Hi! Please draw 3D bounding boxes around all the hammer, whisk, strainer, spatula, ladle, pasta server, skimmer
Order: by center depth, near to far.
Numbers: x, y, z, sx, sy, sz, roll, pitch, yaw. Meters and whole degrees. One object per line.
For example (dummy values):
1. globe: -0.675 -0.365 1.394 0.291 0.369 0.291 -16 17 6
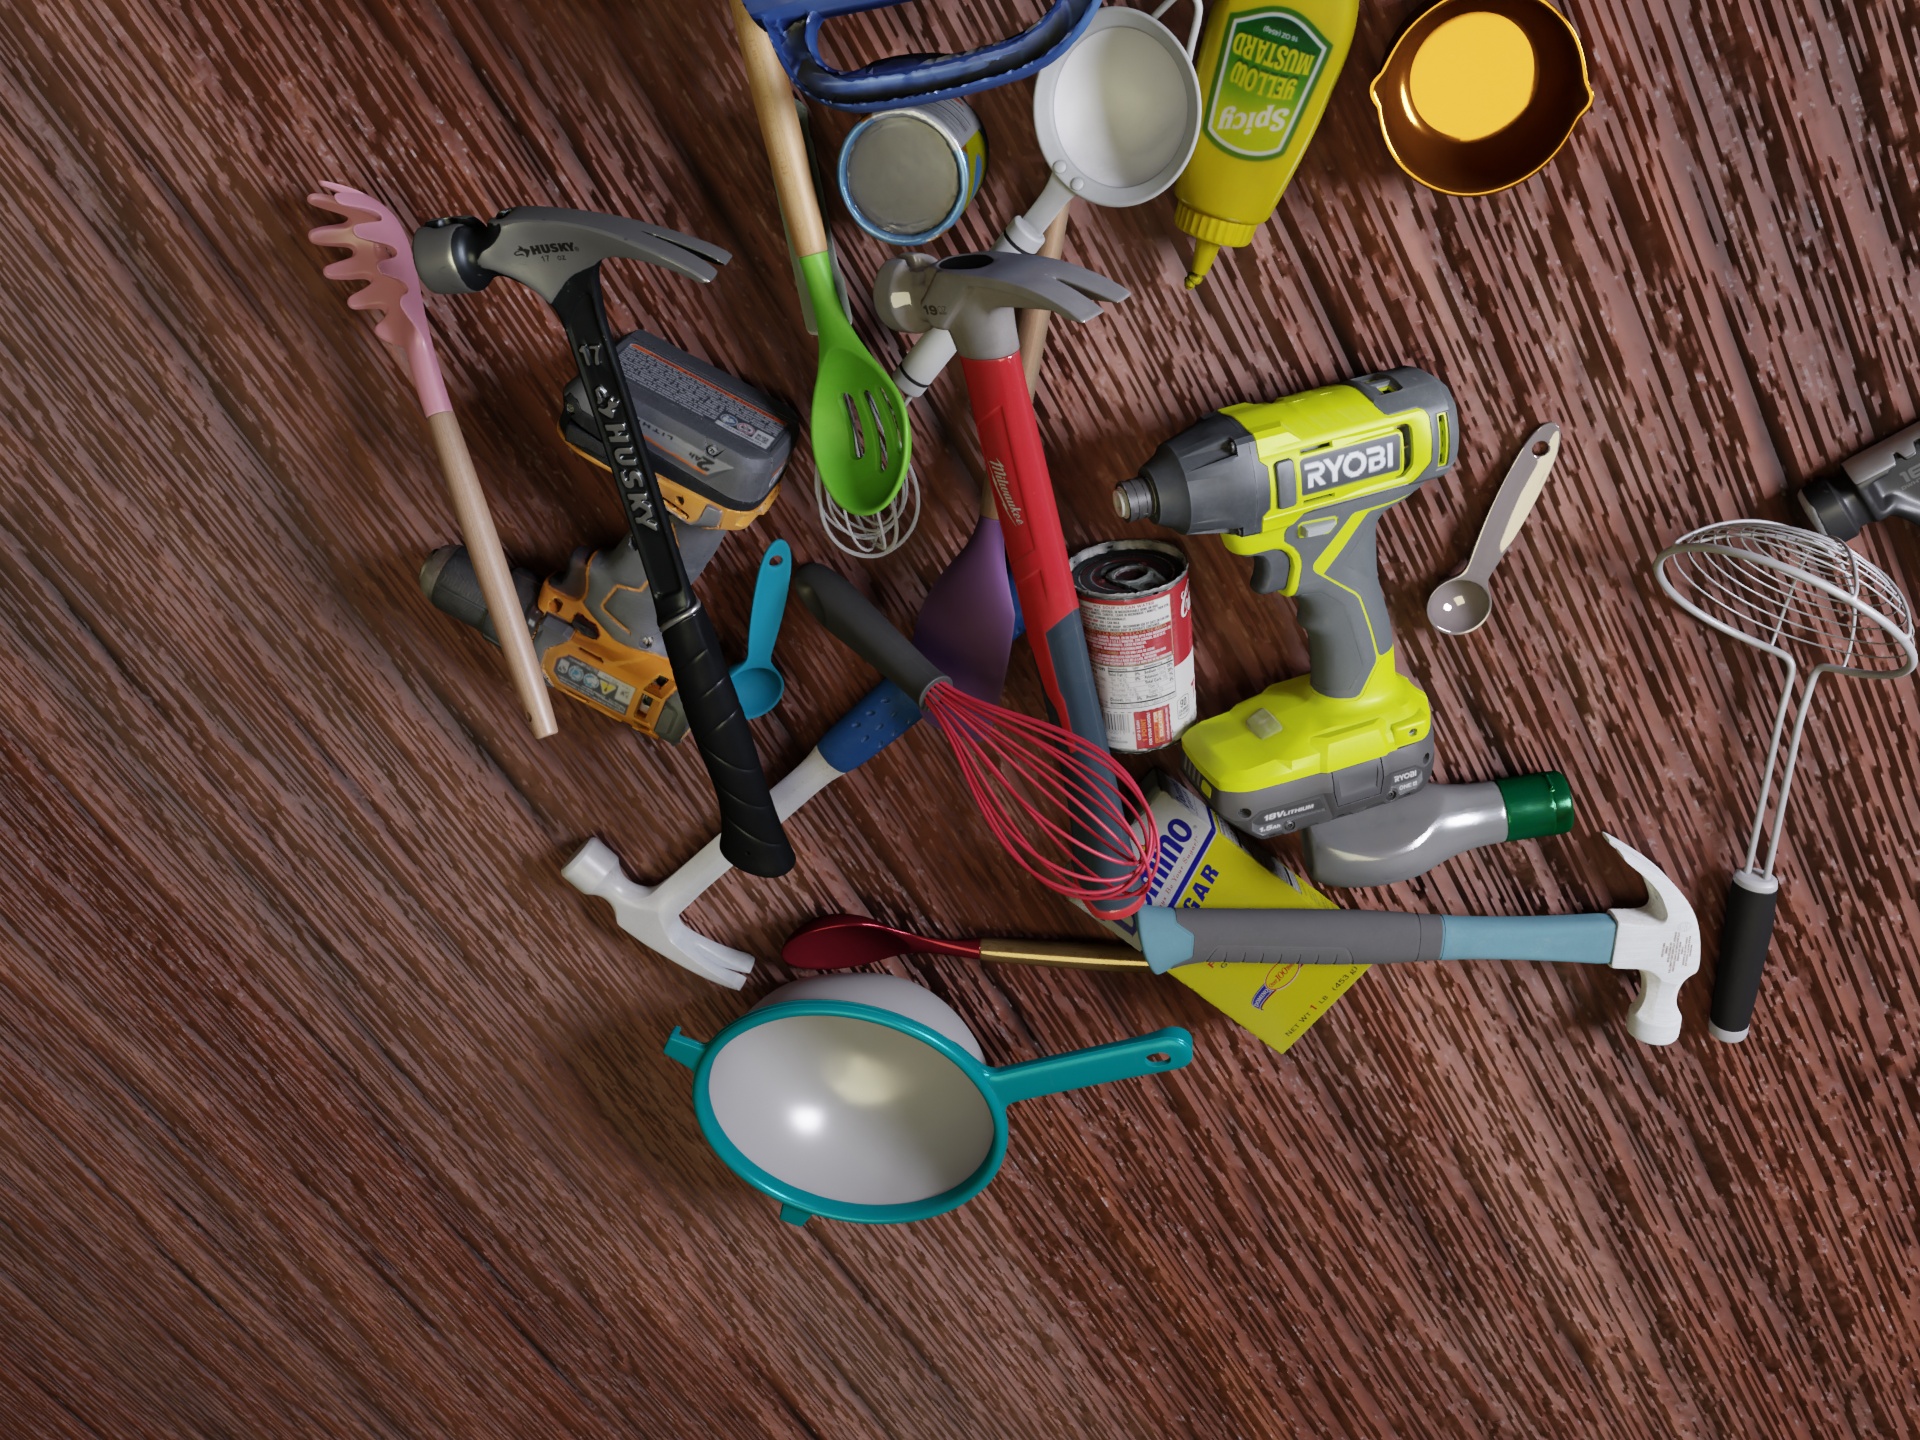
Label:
1. strainer: 0.036 -0.243 0.772 0.087 0.050 0.258 48 123 6
2. hammer: 0.568 -0.020 0.815 0.127 0.034 0.336 -31 110 28
3. hammer: 0.058 -0.048 0.816 0.143 0.038 0.386 21 137 45
4. whisk: -0.067 -0.201 0.843 0.059 0.058 0.246 -19 117 -16
5. hammer: -0.149 -0.073 0.845 0.149 0.036 0.408 1 128 18
6. spatula: 0.020 -0.135 0.851 0.060 0.018 0.315 21 116 18
7. whisk: -0.001 -0.003 0.856 0.296 0.073 0.073 42 130 32
8. skimmer: 0.423 0.053 0.858 0.127 0.090 0.363 28 137 42
9. pasta server: -0.283 -0.139 0.869 0.060 0.040 0.316 -13 96 53
10. hammer: 0.267 0.129 0.934 0.331 0.033 0.128 0 111 -1
11. hammer: -0.082 0.032 0.990 0.144 0.035 0.405 43 120 -14
12. ladle: 0.039 0.152 1.040 0.315 0.031 0.069 3 150 8
13. strainer: -0.010 0.222 1.057 0.340 0.095 0.210 -16 121 18

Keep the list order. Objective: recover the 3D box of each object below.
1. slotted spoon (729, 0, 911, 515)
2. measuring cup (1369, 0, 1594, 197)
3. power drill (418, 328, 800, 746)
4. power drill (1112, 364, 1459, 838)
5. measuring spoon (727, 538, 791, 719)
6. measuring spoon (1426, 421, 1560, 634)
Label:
1. slotted spoon: -0.077 -0.255 0.780 0.070 0.031 0.313 3 115 42
2. measuring cup: 0.232 -0.322 0.695 0.095 0.052 0.173 6 120 9
3. power drill: -0.206 -0.107 0.911 0.185 0.084 0.226 27 127 -3
4. power drill: 0.170 -0.058 0.828 0.171 0.080 0.223 -16 120 -9
5. measuring spoon: -0.121 -0.057 0.948 0.042 0.021 0.128 -5 129 -28
6. measuring spoon: 0.283 -0.102 0.842 0.034 0.018 0.124 18 116 -6
